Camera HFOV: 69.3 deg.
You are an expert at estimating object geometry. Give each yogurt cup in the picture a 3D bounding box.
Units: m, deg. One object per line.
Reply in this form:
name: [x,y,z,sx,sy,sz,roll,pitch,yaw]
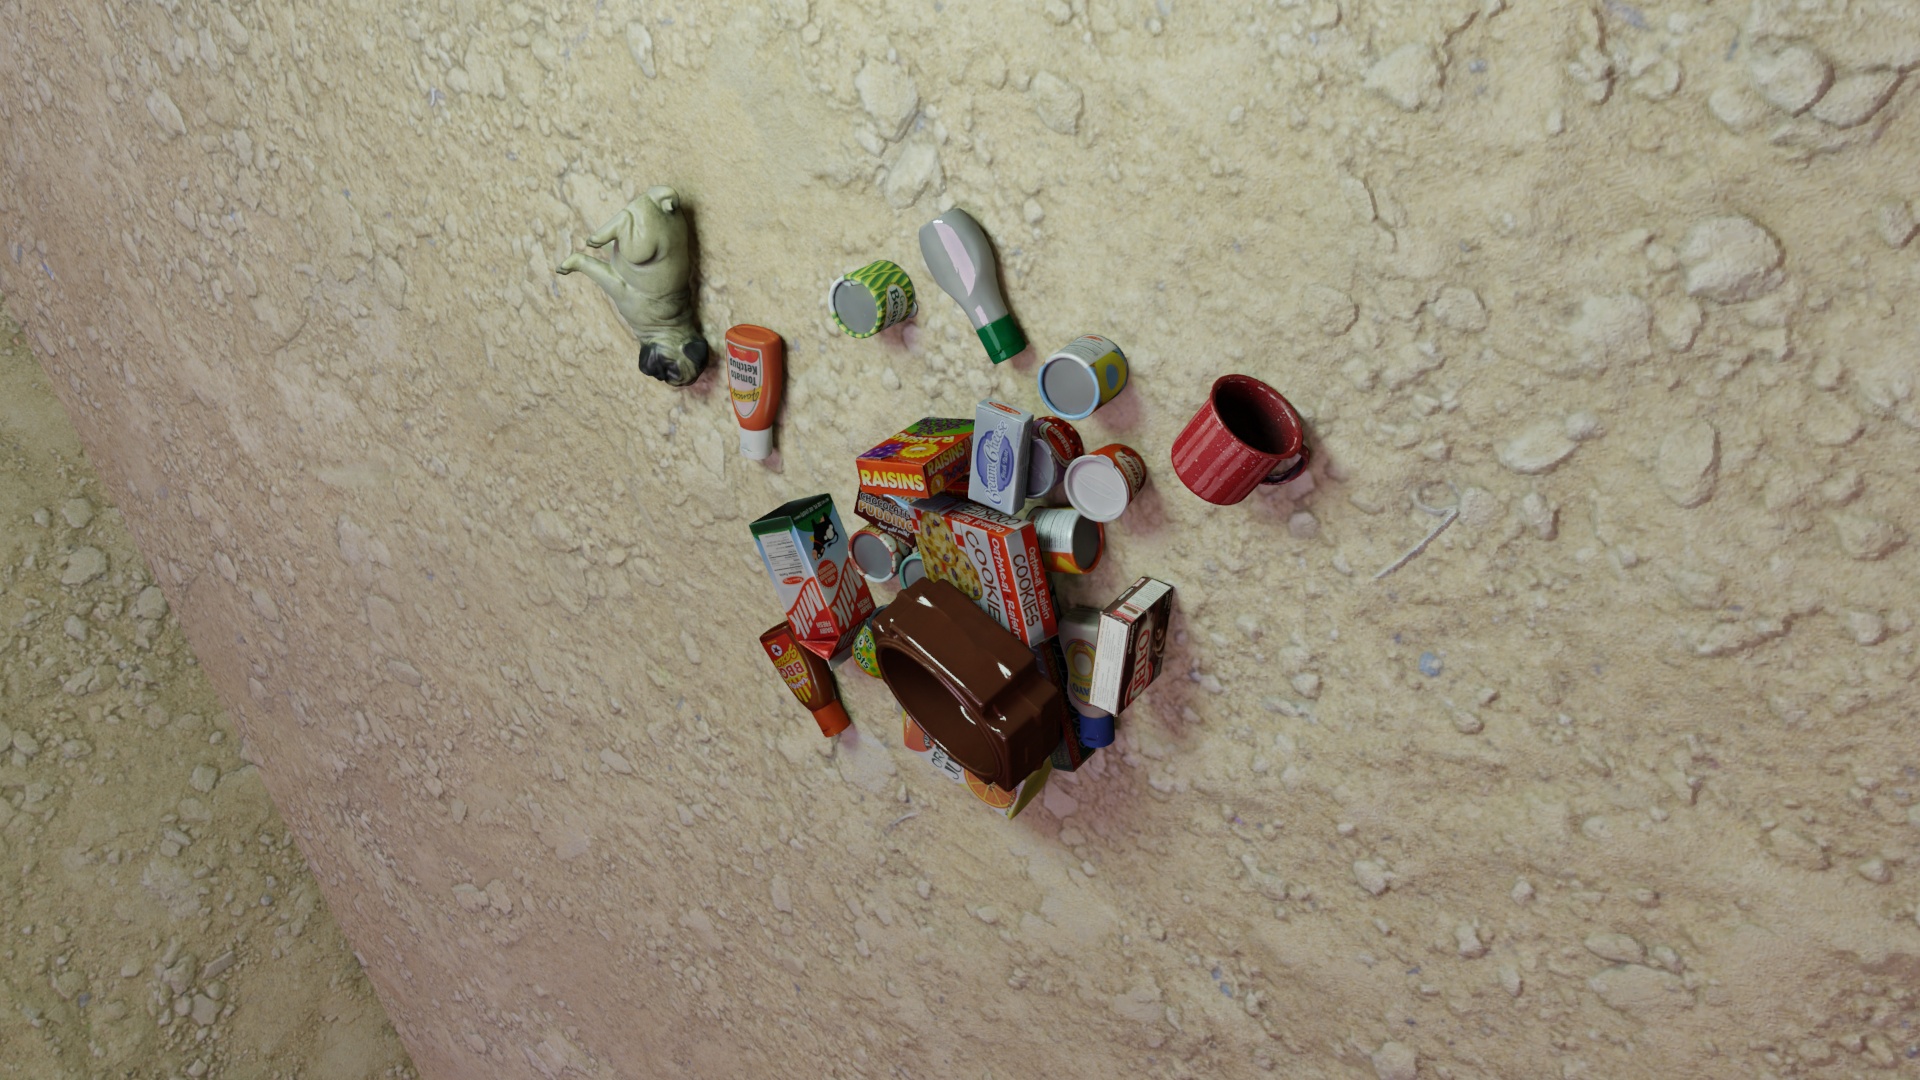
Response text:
yogurt cup: [0.140,-0.058,1.318,0.072,0.054,0.072,17,123,29]

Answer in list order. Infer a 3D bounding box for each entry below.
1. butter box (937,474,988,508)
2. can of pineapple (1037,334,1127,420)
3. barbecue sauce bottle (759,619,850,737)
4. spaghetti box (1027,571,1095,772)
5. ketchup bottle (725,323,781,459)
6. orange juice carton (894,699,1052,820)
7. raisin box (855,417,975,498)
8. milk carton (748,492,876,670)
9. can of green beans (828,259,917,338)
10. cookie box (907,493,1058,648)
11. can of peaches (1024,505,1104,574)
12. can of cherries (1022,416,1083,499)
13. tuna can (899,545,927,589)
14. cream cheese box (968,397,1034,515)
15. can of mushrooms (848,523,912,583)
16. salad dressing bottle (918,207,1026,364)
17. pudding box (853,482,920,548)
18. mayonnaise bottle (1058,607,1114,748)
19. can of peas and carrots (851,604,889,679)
butter box: [0.005,-0.018,1.460,0.053,0.024,0.103,6,117,35]
can of pineapple: [0.113,-0.149,1.285,0.071,0.058,0.070,17,123,28]
barbecue sauce bottle: [-0.184,0.168,1.689,0.064,0.044,0.148,-23,100,41]
spaghetti box: [0.092,0.124,1.455,0.028,0.050,0.249,0,114,39]
ketchup bottle: [-0.228,-0.163,1.542,0.065,0.044,0.148,20,125,27]
orange juice carton: [0.007,0.218,1.554,0.193,0.073,0.071,33,132,19]
raisin box: [-0.033,-0.085,1.385,0.086,0.124,0.040,7,118,34]
milk carton: [-0.161,0.049,1.589,0.073,0.073,0.190,-10,106,40]
can of green beans: [-0.089,-0.240,1.386,0.071,0.058,0.071,17,123,29]
cookie box: [0.022,0.027,1.391,0.167,0.040,0.122,19,129,52]
can of peaches: [0.103,0.000,1.371,0.058,0.071,0.071,2,115,35]
can of cherries: [0.079,-0.082,1.347,0.071,0.059,0.071,17,122,30]
tuna can: [-0.033,0.037,1.513,0.071,0.033,0.070,17,123,28]
cream cheese box: [0.038,-0.079,1.321,0.053,0.024,0.103,23,125,27]
can of mushrooms: [-0.091,0.010,1.541,0.071,0.033,0.070,18,124,29]
salad dressing bottle: [0.013,-0.240,1.321,0.064,0.044,0.147,-20,102,40]
pudding box: [-0.072,-0.034,1.504,0.084,0.030,0.049,31,128,19]
mayonnaise bottle: [0.138,0.144,1.437,0.065,0.041,0.147,9,118,31]
can of peas and carrots: [-0.084,0.115,1.568,0.071,0.071,0.058,44,132,9]
